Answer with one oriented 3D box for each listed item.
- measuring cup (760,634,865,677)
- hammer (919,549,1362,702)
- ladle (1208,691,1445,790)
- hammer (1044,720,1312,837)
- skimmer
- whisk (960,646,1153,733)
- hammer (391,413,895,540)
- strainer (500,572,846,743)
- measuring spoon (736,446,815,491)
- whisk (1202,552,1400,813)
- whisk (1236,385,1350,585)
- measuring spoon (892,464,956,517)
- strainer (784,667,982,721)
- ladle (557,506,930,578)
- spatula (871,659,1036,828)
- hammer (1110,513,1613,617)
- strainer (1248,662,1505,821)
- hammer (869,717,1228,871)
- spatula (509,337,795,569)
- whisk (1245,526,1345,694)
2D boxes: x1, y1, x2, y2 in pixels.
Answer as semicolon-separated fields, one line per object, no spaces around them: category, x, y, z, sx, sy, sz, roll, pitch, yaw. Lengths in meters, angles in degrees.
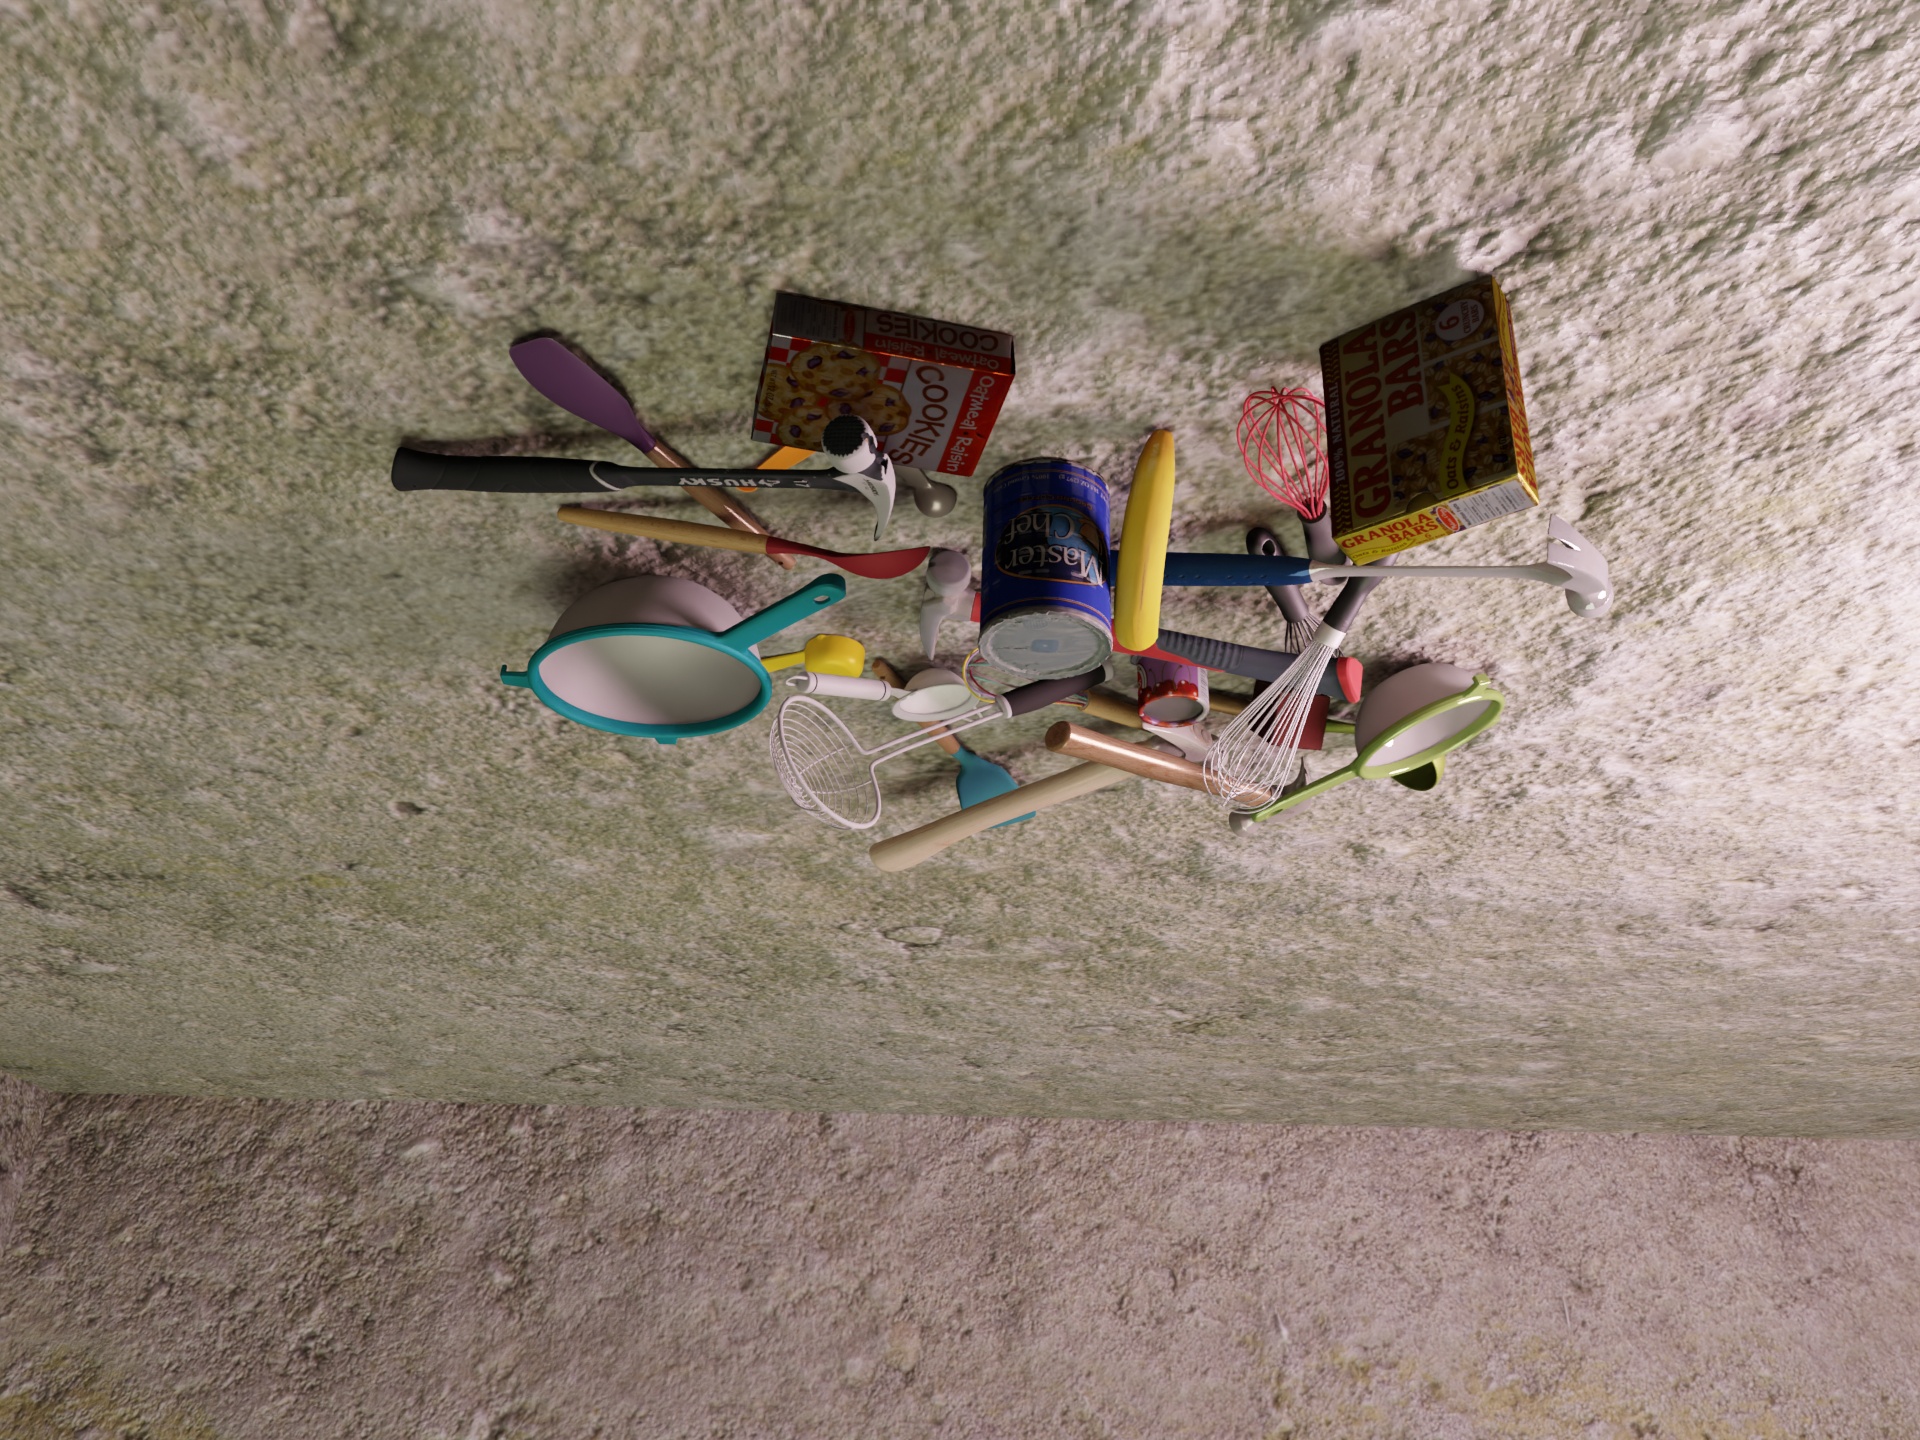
measuring cup;-0.164;-0.046;1.513;0.156;0.029;0.062;-11;150;21
hammer;0.156;-0.063;1.392;0.386;0.038;0.143;12;154;1
ladle;0.329;0.010;1.564;0.320;0.062;0.078;12;160;-12
hammer;0.217;0.050;1.546;0.331;0.031;0.130;16;146;-36
skimmer;-0.002;-0.004;1.389;0.363;0.127;0.090;-20;165;-28
whisk;0.100;-0.021;1.533;0.244;0.047;0.051;16;149;-32
hammer;-0.244;-0.183;1.199;0.409;0.036;0.149;3;163;14
strainer;-0.224;-0.088;1.371;0.340;0.095;0.210;-23;147;36
measuring spoon;-0.133;-0.206;1.225;0.117;0.011;0.021;-25;141;36
whisk;0.290;-0.043;1.317;0.070;0.070;0.284;18;112;-28
whisk;0.267;-0.170;1.218;0.073;0.073;0.295;-8;157;19
measuring spoon;-0.043;-0.191;1.235;0.034;0.018;0.124;-13;148;28
strainer;-0.068;-0.030;1.470;0.087;0.050;0.258;-27;160;35
ladle;-0.177;-0.145;1.269;0.315;0.031;0.069;9;-171;13
spatula;-0.016;0.026;1.631;0.082;0.044;0.317;-14;148;19
hammer;0.283;-0.119;1.232;0.405;0.035;0.144;3;168;27
strainer;0.380;0.014;1.502;0.256;0.069;0.151;-28;157;14
hammer;0.065;0.078;1.646;0.410;0.038;0.146;-23;149;30
spatula;-0.227;-0.199;1.233;0.060;0.018;0.315;-7;151;32
whisk;0.287;-0.093;1.375;0.055;0.055;0.238;-11;146;23
